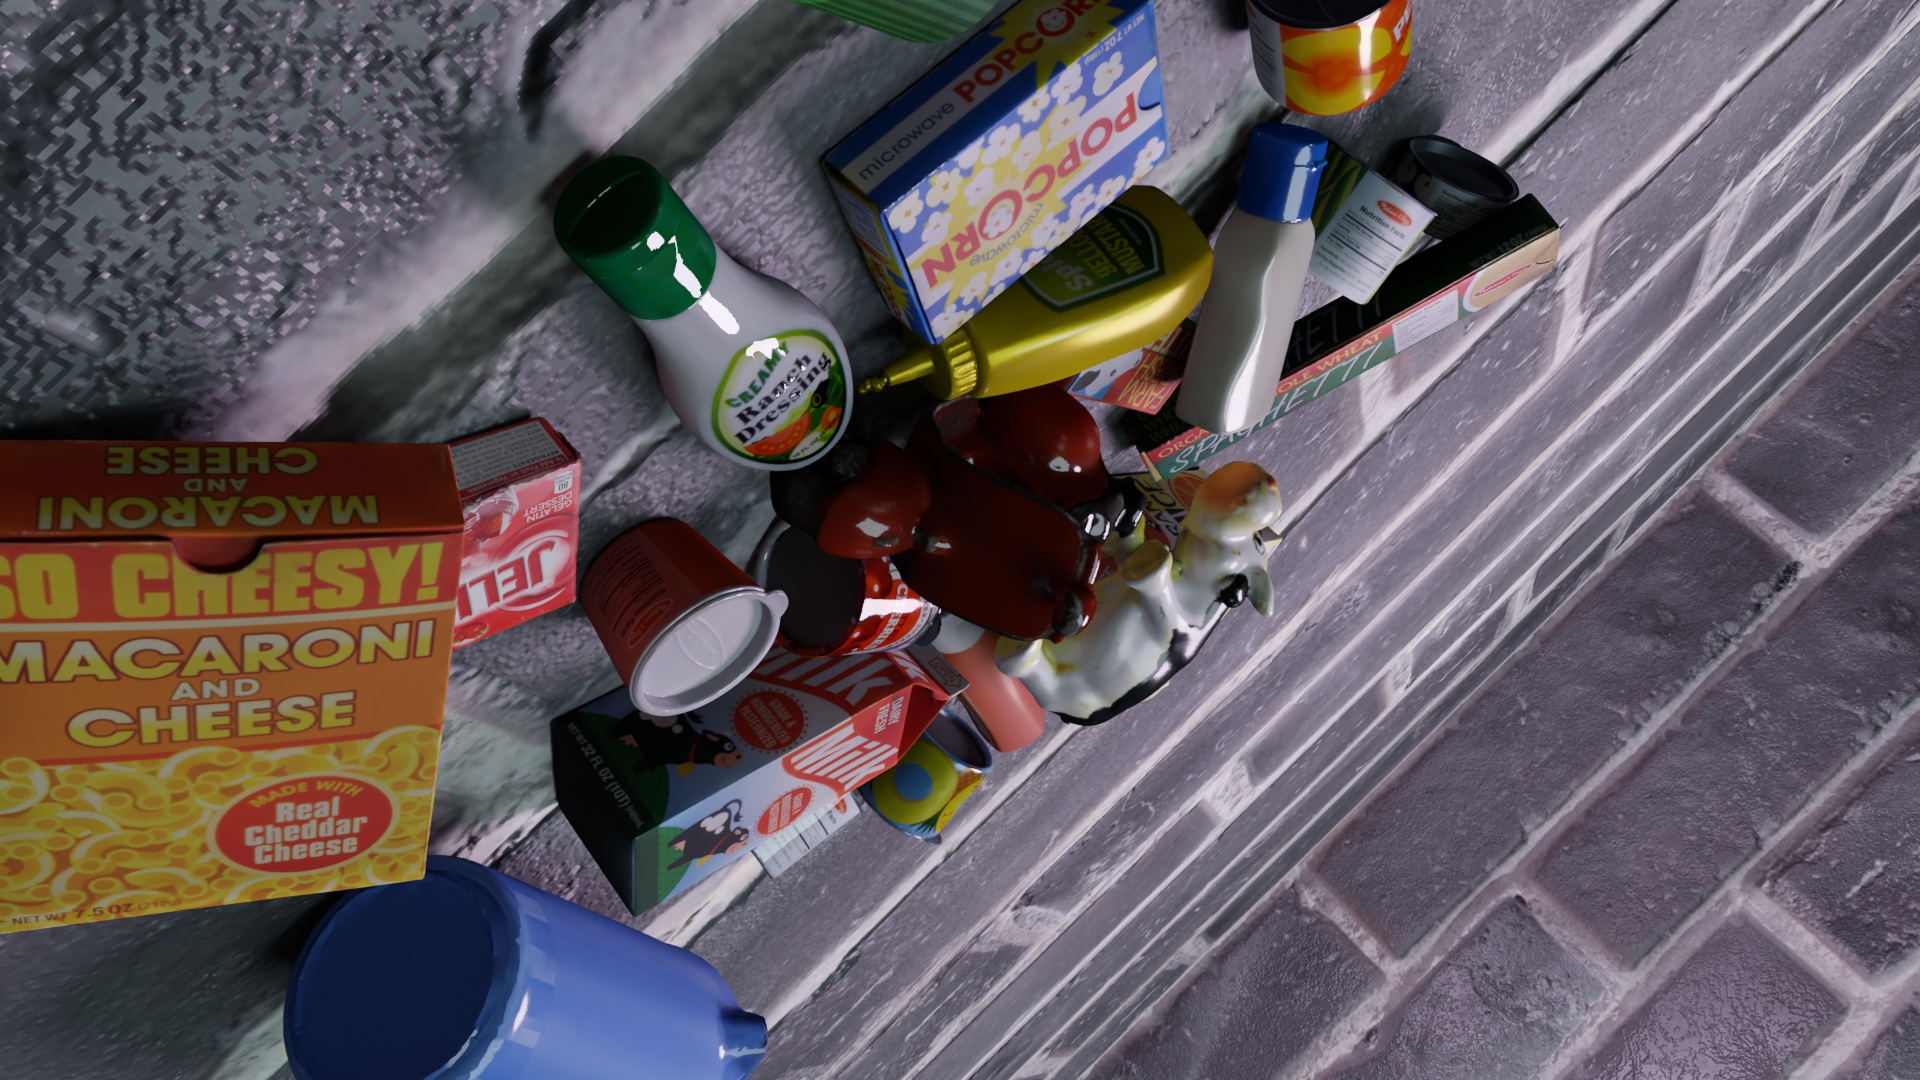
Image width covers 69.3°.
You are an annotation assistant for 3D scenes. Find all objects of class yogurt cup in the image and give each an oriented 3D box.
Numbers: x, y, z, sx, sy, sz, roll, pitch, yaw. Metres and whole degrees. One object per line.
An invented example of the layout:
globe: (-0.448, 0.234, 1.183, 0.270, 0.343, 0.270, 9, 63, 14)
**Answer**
yogurt cup: (-0.115, 0.029, 0.557, 0.072, 0.054, 0.072, -34, 152, -21)

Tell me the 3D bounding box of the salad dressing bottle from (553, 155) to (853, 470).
salad dressing bottle: (-0.083, -0.072, 0.468, 0.064, 0.044, 0.147, -43, 154, -2)

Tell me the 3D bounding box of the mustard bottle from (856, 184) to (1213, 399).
mustard bottle: (0.028, -0.095, 0.576, 0.161, 0.065, 0.048, -28, 155, -20)

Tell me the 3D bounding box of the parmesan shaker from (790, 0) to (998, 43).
parmesan shaker: (-0.036, -0.170, 0.362, 0.103, 0.071, 0.071, -6, 135, -53)

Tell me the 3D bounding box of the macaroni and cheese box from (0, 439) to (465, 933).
macaroni and cheese box: (-0.218, 0.046, 0.408, 0.124, 0.040, 0.165, -2, 134, -28)

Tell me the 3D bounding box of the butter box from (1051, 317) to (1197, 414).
butter box: (0.084, -0.095, 0.698, 0.103, 0.024, 0.053, 3, 126, -57)

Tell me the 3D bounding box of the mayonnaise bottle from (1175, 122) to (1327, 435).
mayonnaise bottle: (0.145, -0.128, 0.686, 0.065, 0.041, 0.147, -29, 136, -46)

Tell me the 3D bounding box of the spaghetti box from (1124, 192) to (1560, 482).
spaghetti box: (0.208, -0.109, 0.769, 0.250, 0.029, 0.050, -29, 156, 9)

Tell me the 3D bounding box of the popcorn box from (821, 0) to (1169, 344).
popcorn box: (0.017, -0.142, 0.516, 0.127, 0.038, 0.085, -40, 153, -8)

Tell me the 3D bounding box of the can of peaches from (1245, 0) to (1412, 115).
can of peaches: (0.153, -0.217, 0.566, 0.071, 0.071, 0.058, -43, 155, -3)

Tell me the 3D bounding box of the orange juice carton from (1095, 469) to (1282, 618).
orange juice carton: (0.105, 0.010, 0.827, 0.193, 0.073, 0.071, -7, 136, -51)

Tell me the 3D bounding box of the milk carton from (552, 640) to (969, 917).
milk carton: (-0.089, 0.088, 0.661, 0.191, 0.072, 0.073, -27, 149, -32)

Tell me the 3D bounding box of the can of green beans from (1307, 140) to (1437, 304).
can of green beans: (0.201, -0.164, 0.719, 0.071, 0.071, 0.057, 0, 130, -55)

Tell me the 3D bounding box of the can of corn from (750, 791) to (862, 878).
can of corn: (-0.095, 0.133, 0.731, 0.058, 0.071, 0.071, -36, 153, -15)

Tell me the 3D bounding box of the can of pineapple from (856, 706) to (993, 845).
can of pineapple: (-0.021, 0.138, 0.837, 0.057, 0.071, 0.071, -51, 153, 14)

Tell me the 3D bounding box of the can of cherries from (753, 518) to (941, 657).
can of cherries: (-0.048, 0.020, 0.621, 0.058, 0.071, 0.071, 2, 128, -56)

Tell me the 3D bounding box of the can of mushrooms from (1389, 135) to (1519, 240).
can of mushrooms: (0.275, -0.197, 0.781, 0.071, 0.071, 0.033, -21, 145, -40)

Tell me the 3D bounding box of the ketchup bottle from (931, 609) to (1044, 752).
ketchup bottle: (0.008, 0.064, 0.782, 0.043, 0.065, 0.148, -27, 144, 1)
